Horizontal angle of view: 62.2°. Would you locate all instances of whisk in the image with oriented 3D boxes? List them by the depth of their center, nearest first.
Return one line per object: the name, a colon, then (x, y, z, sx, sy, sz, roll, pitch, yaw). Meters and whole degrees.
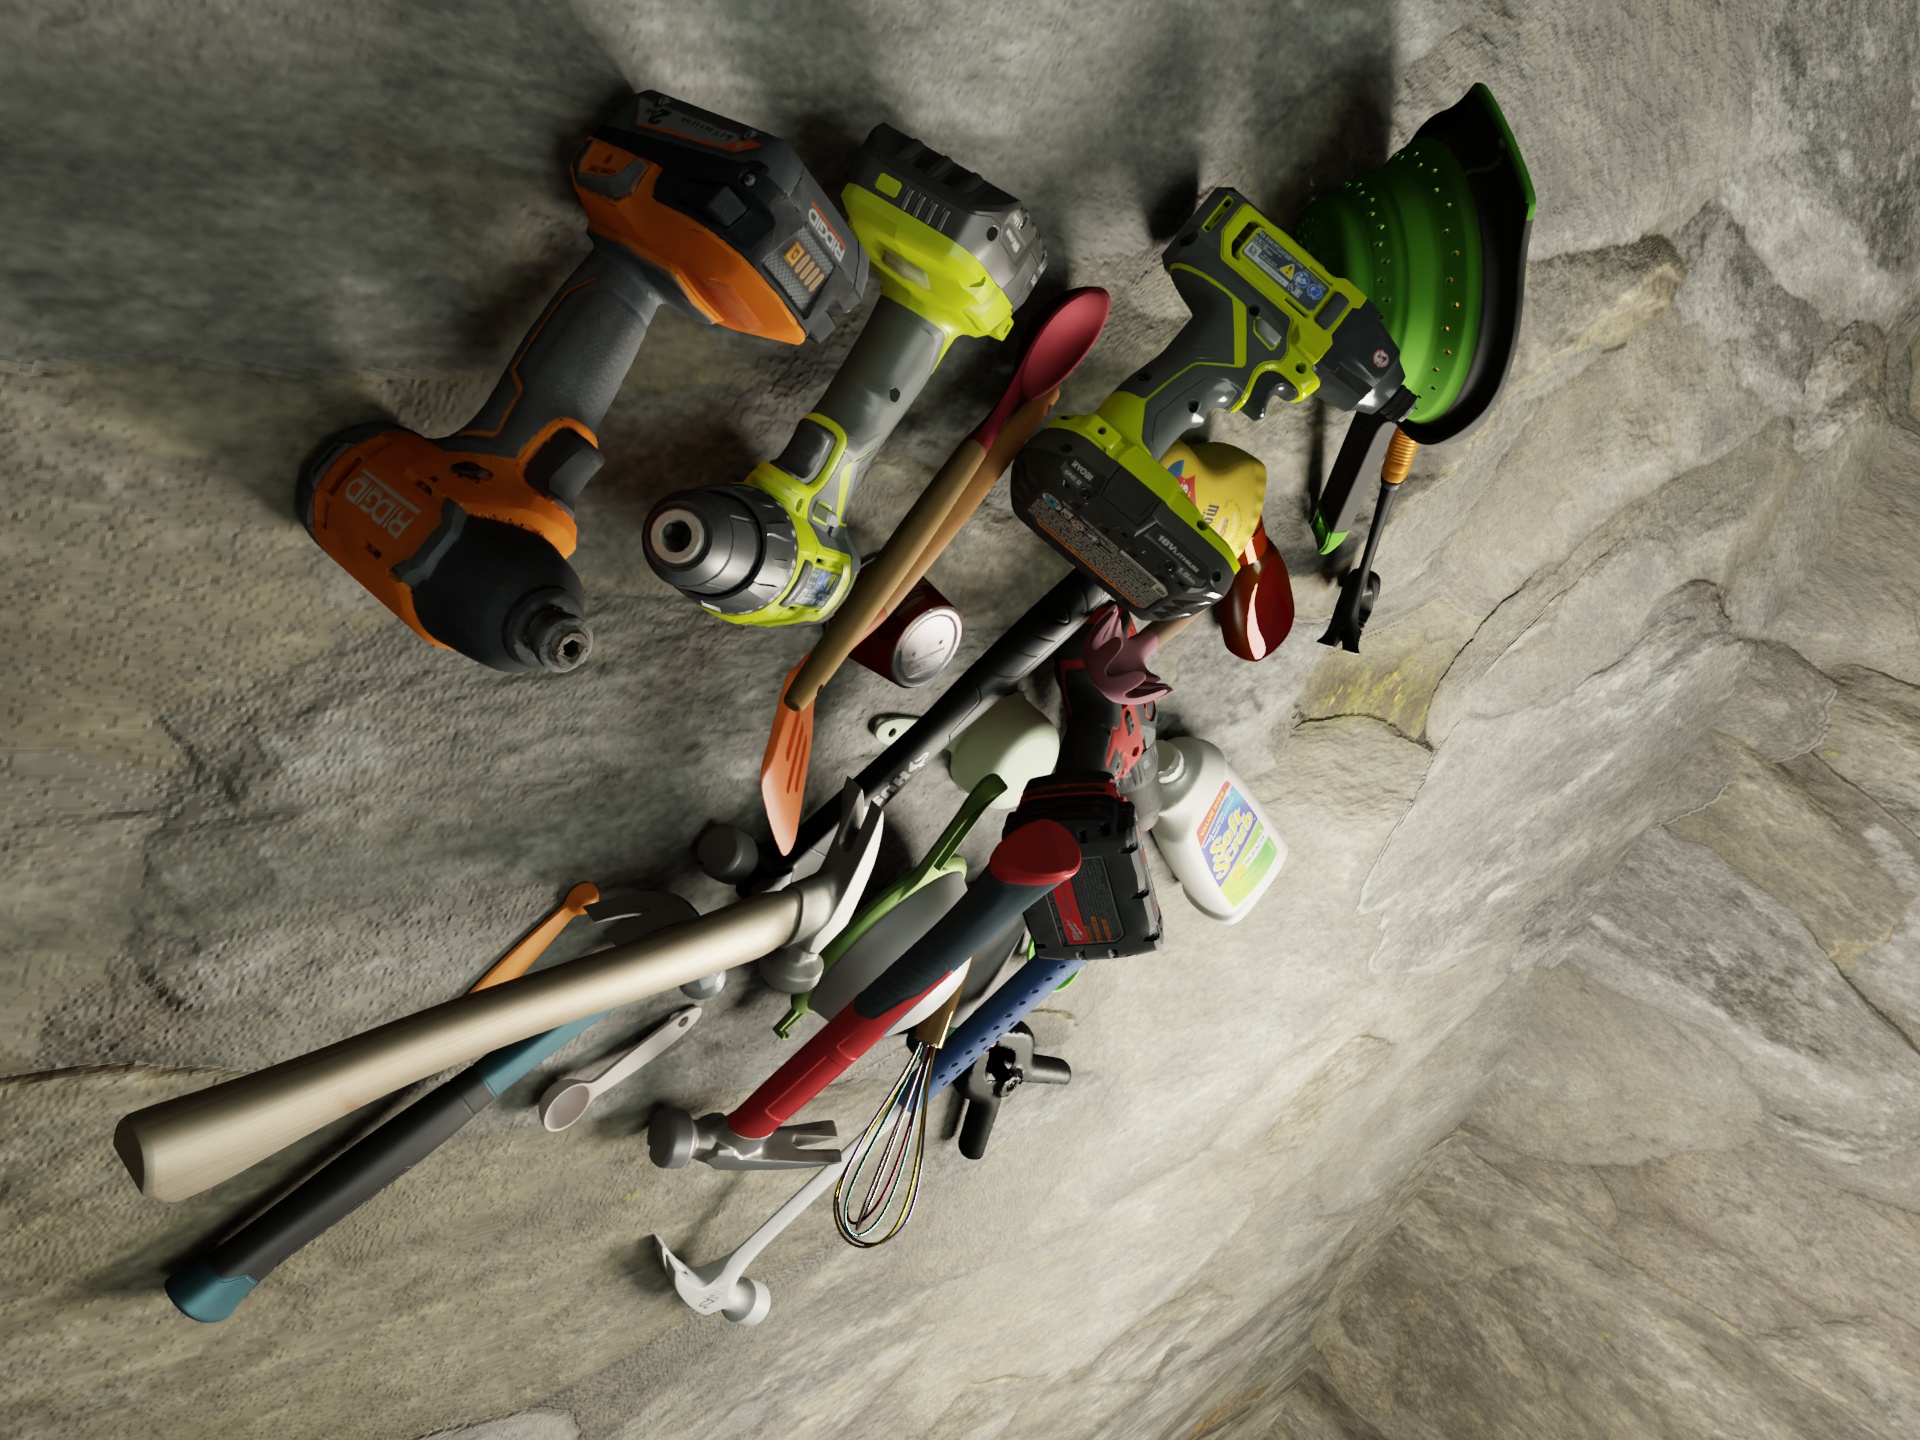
whisk: (-0.034, 0.246, 1.114, 0.051, 0.047, 0.245, 31, 72, -37)

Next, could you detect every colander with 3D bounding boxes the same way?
colander: (0.260, -0.234, 1.072, 0.094, 0.205, 0.396, -6, 151, -7)

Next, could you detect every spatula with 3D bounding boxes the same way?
spatula: (-0.024, -0.073, 0.853, 0.323, 0.041, 0.081, -54, 158, -26)

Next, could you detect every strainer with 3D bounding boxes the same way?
strainer: (-0.015, 0.130, 1.023, 0.151, 0.069, 0.256, -28, 160, -43)

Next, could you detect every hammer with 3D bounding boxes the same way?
hammer: (-0.202, 0.132, 0.795, 0.410, 0.038, 0.146, -16, 139, -47)
hammer: (-0.273, 0.208, 0.872, 0.331, 0.033, 0.128, -37, 151, -21)
hammer: (-0.002, -0.003, 0.967, 0.335, 0.035, 0.146, -43, 148, 4)
hammer: (-0.042, 0.181, 0.970, 0.143, 0.038, 0.386, 12, 137, -36)
hammer: (-0.052, 0.289, 1.172, 0.405, 0.035, 0.143, -43, 141, -1)
hammer: (0.338, -0.214, 1.216, 0.127, 0.034, 0.336, -51, 155, -55)

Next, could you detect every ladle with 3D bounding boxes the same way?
ladle: (-0.004, -0.124, 0.834, 0.315, 0.031, 0.069, -57, 166, -28)

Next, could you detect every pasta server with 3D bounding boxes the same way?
pasta server: (0.134, -0.060, 1.035, 0.040, 0.060, 0.316, -34, 180, 24)

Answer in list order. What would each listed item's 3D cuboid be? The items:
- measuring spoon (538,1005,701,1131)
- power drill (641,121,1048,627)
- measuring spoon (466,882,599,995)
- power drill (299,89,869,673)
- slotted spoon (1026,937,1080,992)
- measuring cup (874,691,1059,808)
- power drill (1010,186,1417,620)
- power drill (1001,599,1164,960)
measuring spoon: (-0.210, 0.208, 0.980, 0.124, 0.018, 0.034, -33, 143, -39)
power drill: (-0.057, -0.146, 0.731, 0.228, 0.080, 0.190, -59, 172, 6)
measuring spoon: (-0.240, 0.135, 0.870, 0.117, 0.011, 0.021, -46, 147, -12)
power drill: (-0.140, -0.124, 0.616, 0.226, 0.164, 0.084, -52, 143, -6)
slotted spoon: (0.083, 0.090, 1.219, 0.070, 0.031, 0.313, -28, 138, -34)
measuring cup: (0.007, 0.020, 1.046, 0.167, 0.038, 0.083, 9, 113, -53)
power drill: (0.148, -0.172, 0.905, 0.223, 0.171, 0.080, -52, -175, -15)
power drill: (0.094, 0.053, 1.039, 0.227, 0.080, 0.187, -77, 156, -49)
